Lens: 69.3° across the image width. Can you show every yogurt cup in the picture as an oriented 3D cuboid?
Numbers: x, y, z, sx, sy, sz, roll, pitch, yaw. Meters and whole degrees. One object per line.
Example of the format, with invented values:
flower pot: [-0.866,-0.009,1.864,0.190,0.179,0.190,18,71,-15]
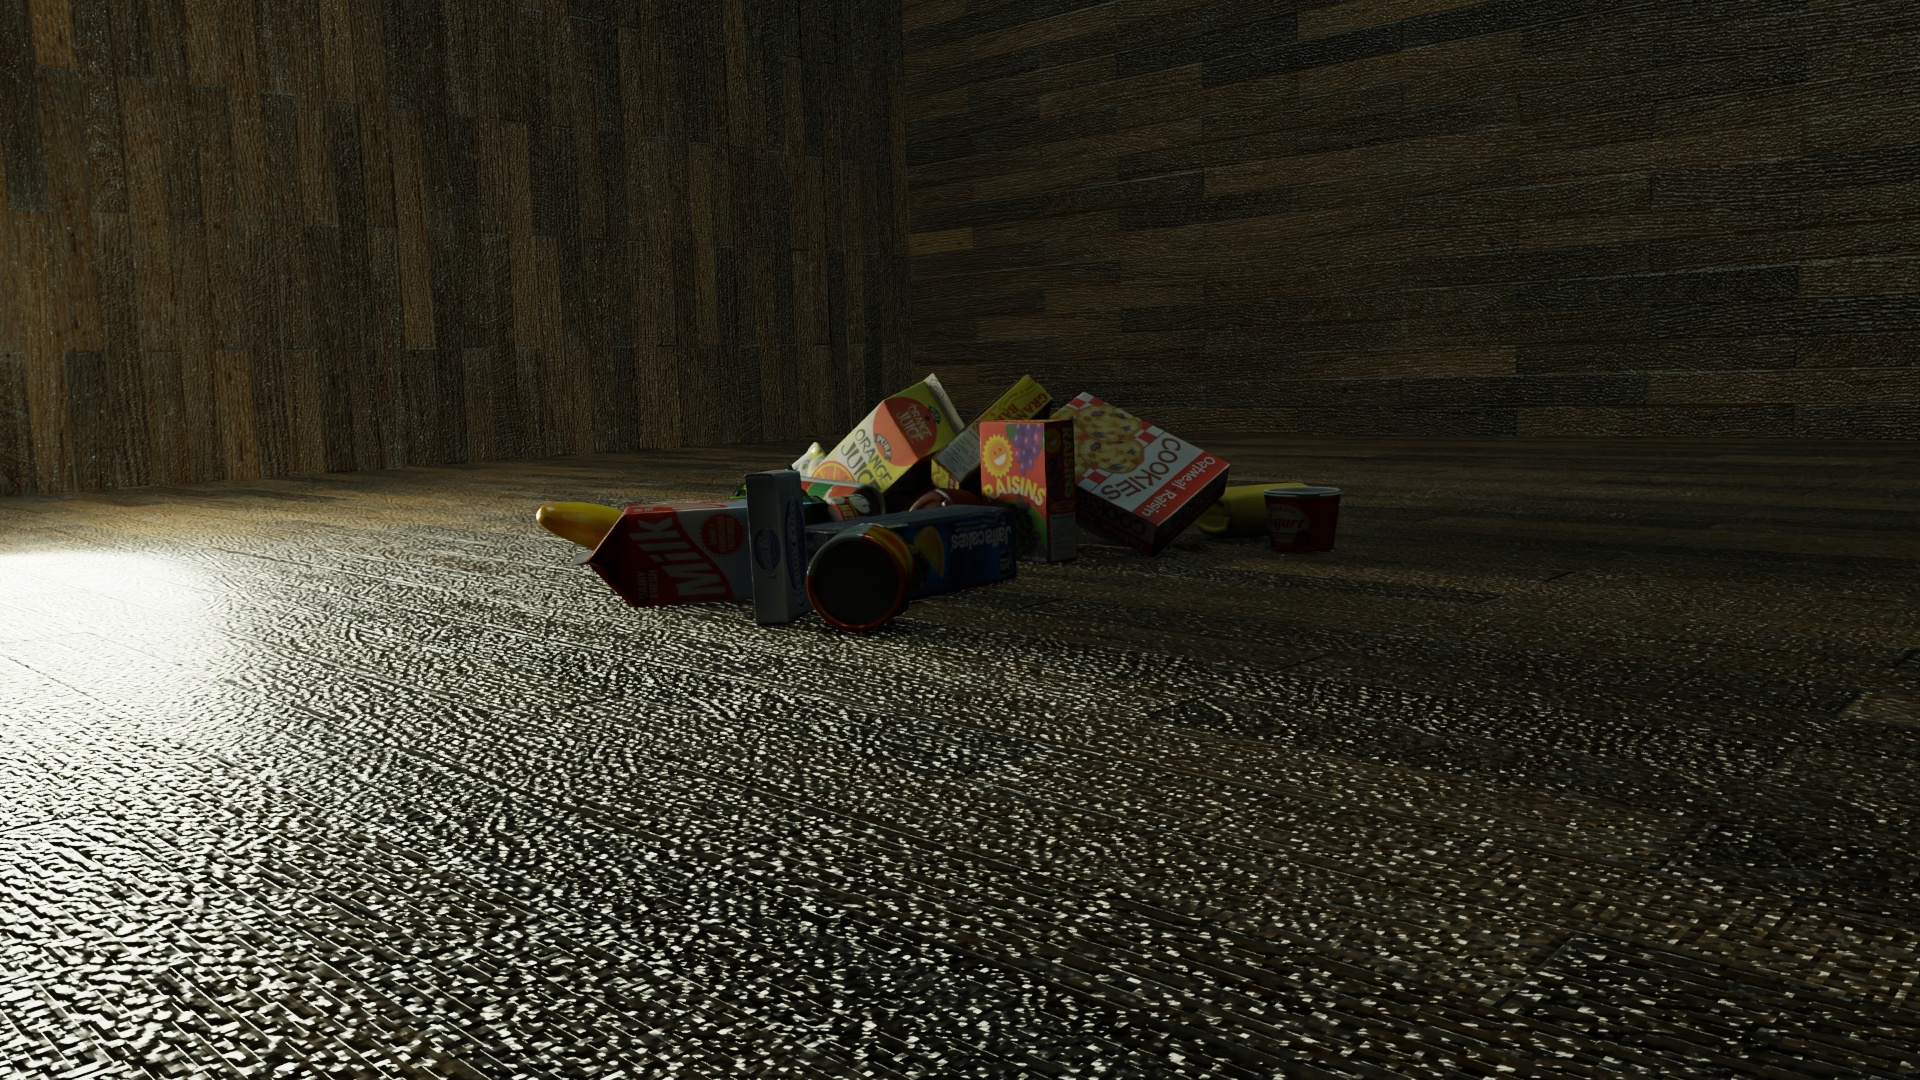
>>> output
yogurt cup: [0.305,-0.019,1.239,0.072,0.054,0.072,-2,7,0]

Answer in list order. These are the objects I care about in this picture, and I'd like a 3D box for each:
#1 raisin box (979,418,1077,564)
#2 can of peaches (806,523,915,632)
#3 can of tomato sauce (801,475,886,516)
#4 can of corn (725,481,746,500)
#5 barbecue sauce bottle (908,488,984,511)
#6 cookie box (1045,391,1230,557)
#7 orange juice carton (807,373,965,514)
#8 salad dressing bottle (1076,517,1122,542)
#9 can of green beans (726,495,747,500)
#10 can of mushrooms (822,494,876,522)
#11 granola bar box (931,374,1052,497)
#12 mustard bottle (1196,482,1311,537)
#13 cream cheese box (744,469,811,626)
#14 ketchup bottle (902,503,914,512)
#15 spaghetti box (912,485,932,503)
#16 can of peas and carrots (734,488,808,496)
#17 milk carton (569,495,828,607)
raisin box: [0.060,-0.045,1.226,0.040,0.123,0.086,-8,8,-40]
can of peaches: [-0.064,0.026,0.925,0.071,0.071,0.058,-1,6,4]
can of tomato sauce: [-0.123,-0.024,1.329,0.083,0.071,0.071,7,11,34]
can of corn: [-0.192,-0.029,1.389,0.071,0.071,0.058,-6,8,-33]
barbecue sauce bottle: [0.005,-0.016,1.283,0.044,0.064,0.149,46,19,21]
cookie box: [0.144,-0.063,1.281,0.168,0.040,0.123,30,47,27]
orange juice carton: [-0.068,-0.080,1.368,0.192,0.072,0.073,-41,-18,35]
salad dressing bottle: [0.117,-0.037,1.320,0.148,0.064,0.044,9,1,-6]
can of green beans: [-0.170,-0.006,1.202,0.058,0.071,0.071,-1,7,7]
can of mushrooms: [-0.097,-0.005,1.173,0.033,0.071,0.071,-7,8,-35]
granola bar box: [0.028,-0.080,1.348,0.124,0.039,0.165,-42,-12,-13]
mustard bottle: [0.306,-0.031,1.357,0.161,0.048,0.065,-5,8,-30]
cream cheese box: [-0.125,0.004,0.955,0.024,0.103,0.053,-3,5,14]
ketchup bottle: [-0.047,-0.048,1.551,0.149,0.064,0.043,9,4,15]
spaghetti box: [-0.041,-0.062,1.495,0.250,0.028,0.050,-21,11,-11]
can of peas and carrots: [-0.171,-0.017,1.269,0.059,0.071,0.071,0,7,8]
milk carton: [-0.198,0.008,1.063,0.191,0.073,0.072,-3,6,-11]
